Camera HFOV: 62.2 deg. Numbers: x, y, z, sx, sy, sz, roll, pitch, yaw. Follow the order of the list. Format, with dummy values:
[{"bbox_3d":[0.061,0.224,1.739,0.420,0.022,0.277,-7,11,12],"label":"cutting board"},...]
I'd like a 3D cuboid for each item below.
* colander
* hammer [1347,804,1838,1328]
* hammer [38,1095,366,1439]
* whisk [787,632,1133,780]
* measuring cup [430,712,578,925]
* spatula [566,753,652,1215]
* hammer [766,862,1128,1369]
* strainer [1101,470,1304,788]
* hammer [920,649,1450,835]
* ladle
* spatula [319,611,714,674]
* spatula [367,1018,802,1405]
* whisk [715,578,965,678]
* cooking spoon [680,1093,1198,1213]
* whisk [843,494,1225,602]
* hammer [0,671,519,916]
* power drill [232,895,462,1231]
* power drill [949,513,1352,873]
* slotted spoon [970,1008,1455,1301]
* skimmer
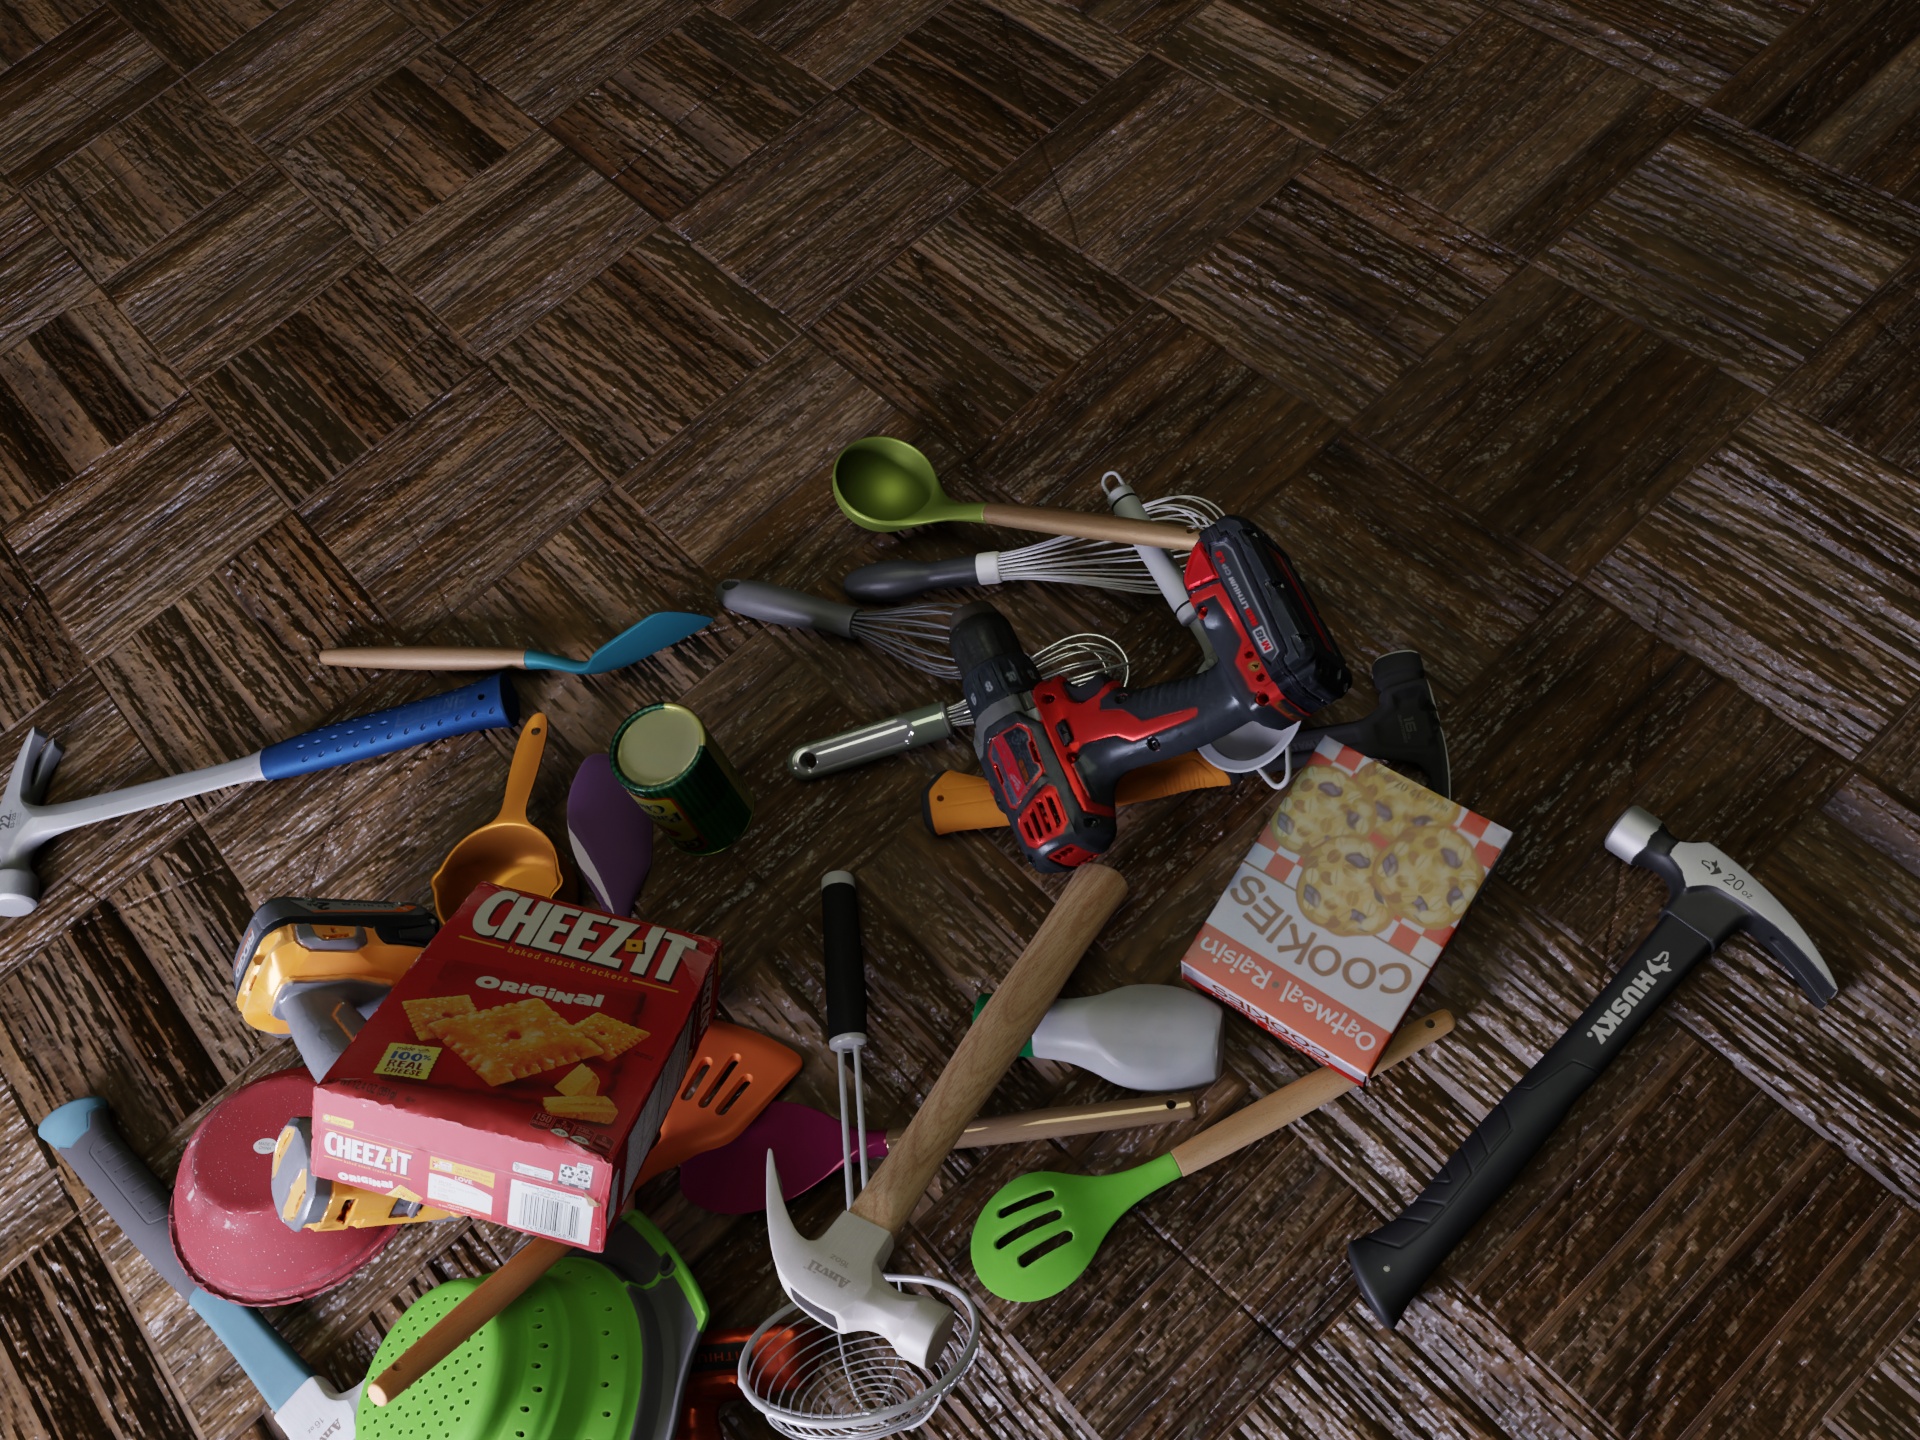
[{"bbox_3d":[-0.305,0.432,0.848,0.397,0.094,0.205,-52,39,-7],"label":"colander"},{"bbox_3d":[0.340,0.205,0.891,0.335,0.035,0.146,-44,61,-12],"label":"hammer"},{"bbox_3d":[-0.478,0.345,0.998,0.331,0.033,0.128,34,72,26],"label":"hammer"},{"bbox_3d":[-0.002,-0.003,1.076,0.246,0.059,0.058,-17,87,8],"label":"whisk"},{"bbox_3d":[-0.298,0.081,1.092,0.095,0.052,0.174,-1,60,12],"label":"measuring cup"},{"bbox_3d":[-0.227,0.163,1.044,0.059,0.018,0.316,6,59,-26],"label":"spatula"},{"bbox_3d":[0.007,0.195,0.895,0.130,0.031,0.331,19,45,23],"label":"hammer"},{"bbox_3d":[0.154,-0.064,1.022,0.087,0.050,0.259,-42,62,29],"label":"strainer"},{"bbox_3d":[0.141,0.040,1.026,0.337,0.034,0.127,-9,59,8],"label":"hammer"},{"bbox_3d":[0.035,-0.149,1.086,0.320,0.062,0.078,14,51,41],"label":"ladle"},{"bbox_3d":[-0.340,-0.057,1.178,0.317,0.082,0.044,1,90,18],"label":"spatula"},{"bbox_3d":[-0.205,0.266,0.889,0.081,0.041,0.322,17,24,22],"label":"spatula"},{"bbox_3d":[-0.074,-0.072,1.128,0.239,0.055,0.055,14,66,24],"label":"whisk"},{"bbox_3d":[-0.018,0.249,0.947,0.319,0.017,0.069,-10,52,12],"label":"cooking spoon"},{"bbox_3d":[0.052,-0.111,1.117,0.284,0.070,0.070,-6,61,14],"label":"whisk"},{"bbox_3d":[-0.525,0.029,1.179,0.405,0.035,0.144,-15,60,4],"label":"hammer"},{"bbox_3d":[-0.340,0.212,0.984,0.226,0.185,0.084,51,120,40],"label":"power drill"},{"bbox_3d":[0.101,-0.034,0.977,0.226,0.080,0.188,-33,63,21],"label":"power drill"},{"bbox_3d":[0.146,0.242,0.919,0.314,0.031,0.070,-26,53,-4],"label":"slotted spoon"},{"bbox_3d":[-0.065,0.226,0.909,0.127,0.090,0.364,-10,51,3],"label":"skimmer"}]
